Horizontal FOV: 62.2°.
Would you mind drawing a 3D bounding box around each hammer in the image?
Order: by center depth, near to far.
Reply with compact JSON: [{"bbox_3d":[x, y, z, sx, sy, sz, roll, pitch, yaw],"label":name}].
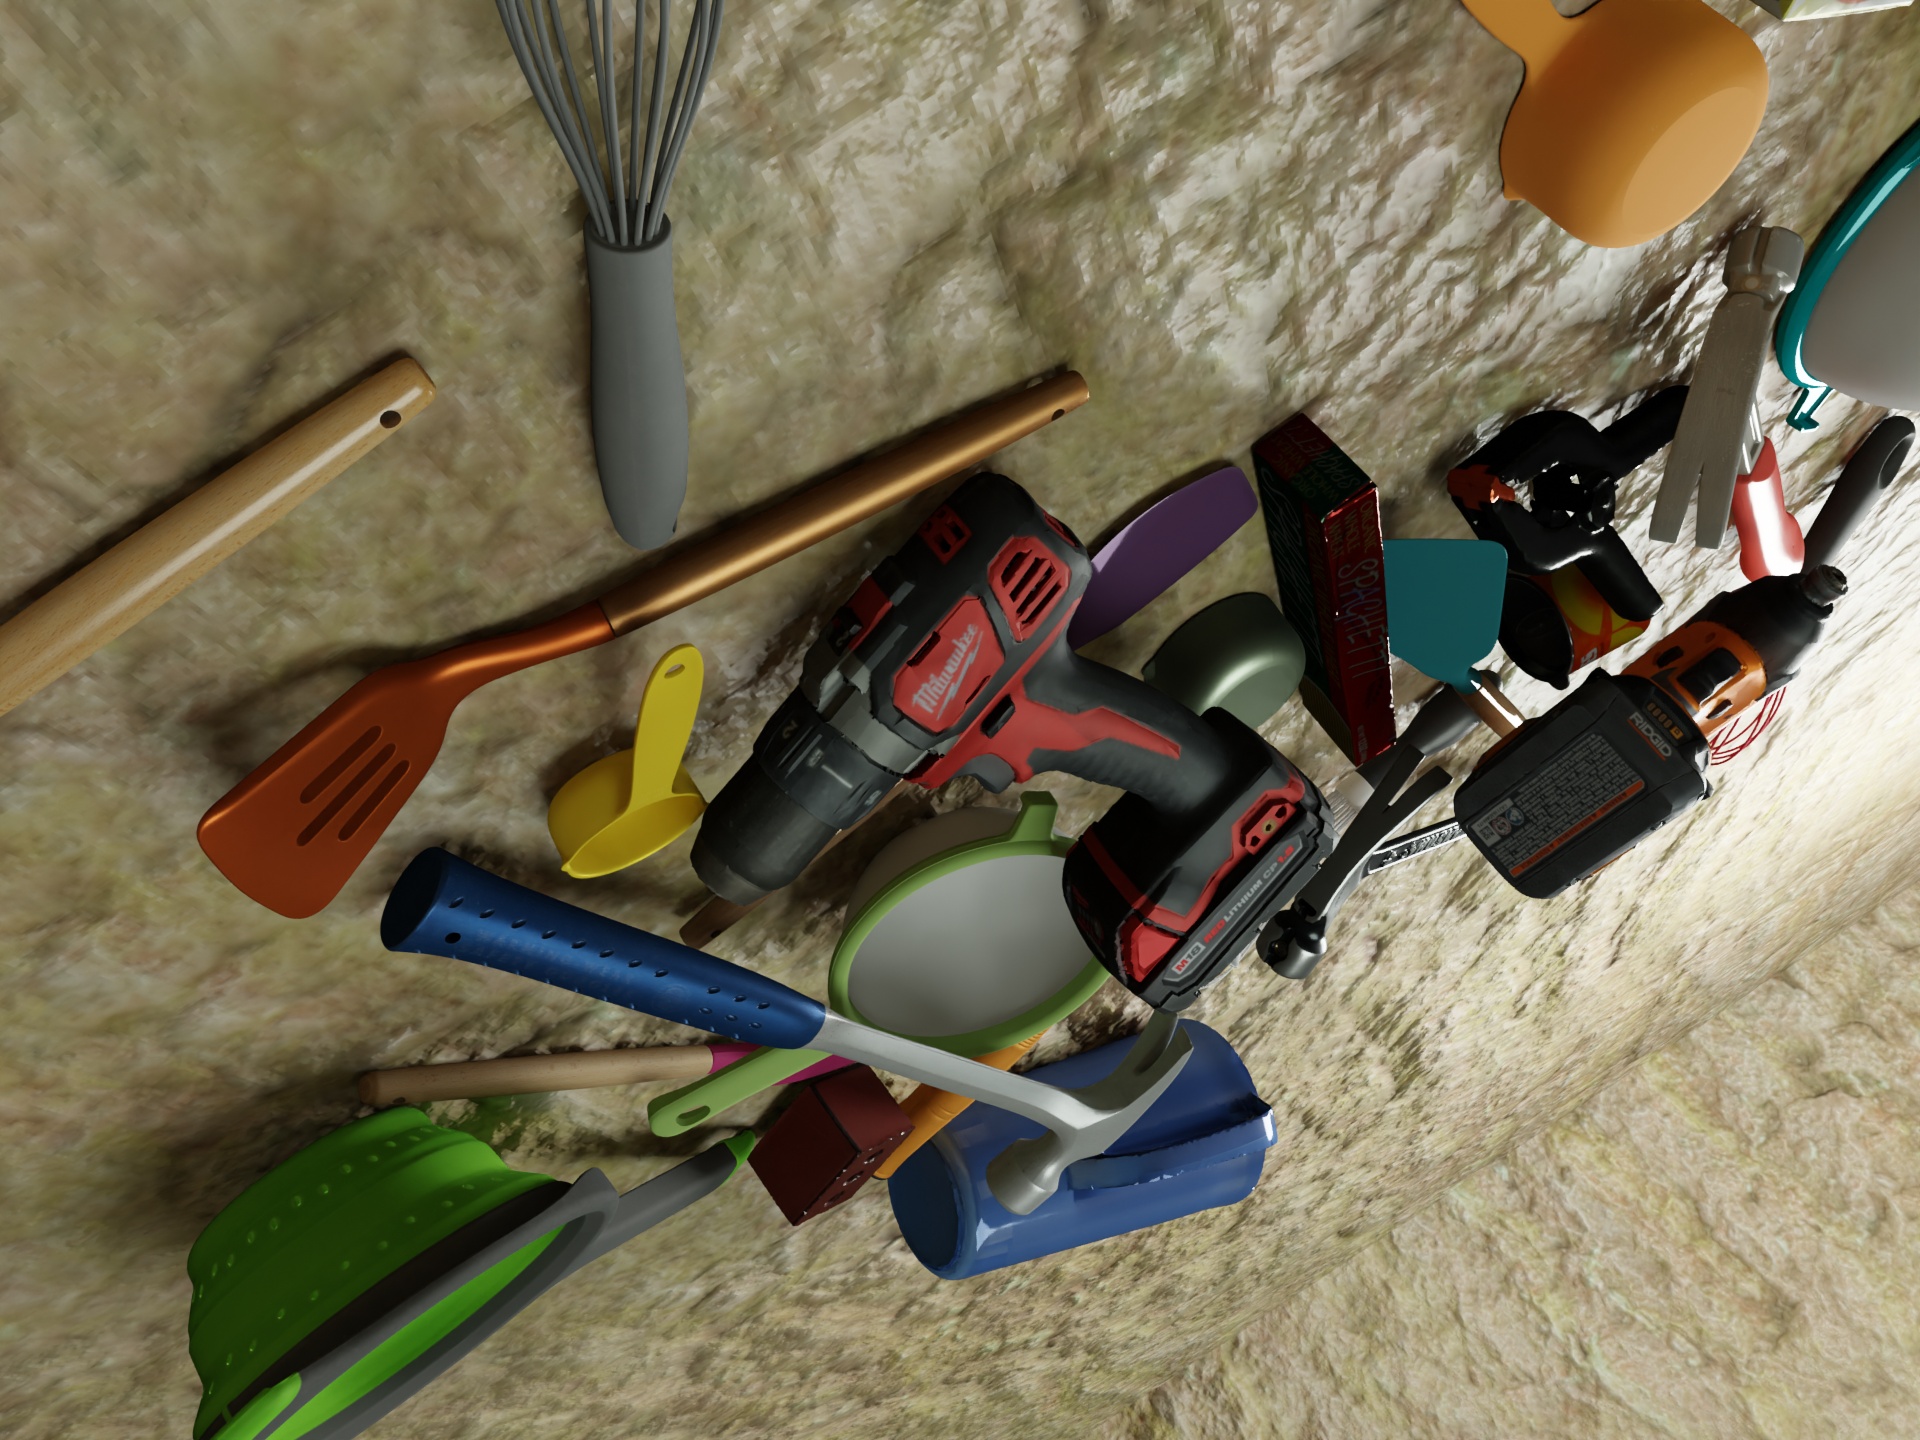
[{"bbox_3d":[-0.056,0.133,0.702,0.405,0.035,0.144,28,115,-39],"label":"hammer"},{"bbox_3d":[0.426,-0.121,0.858,0.358,0.037,0.149,20,86,-59],"label":"hammer"},{"bbox_3d":[0.041,0.175,0.908,0.034,0.127,0.336,34,122,-14],"label":"hammer"},{"bbox_3d":[0.335,0.059,1.022,0.408,0.036,0.149,-10,136,-49],"label":"hammer"}]

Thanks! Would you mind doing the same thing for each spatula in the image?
[{"bbox_3d":[-0.092,-0.038,0.528,0.322,0.041,0.081,-28,156,-12],"label":"spatula"},{"bbox_3d":[-0.001,-0.002,0.686,0.316,0.018,0.059,-40,148,7],"label":"spatula"},{"bbox_3d":[0.284,-0.026,0.862,0.082,0.044,0.317,2,167,31],"label":"spatula"}]

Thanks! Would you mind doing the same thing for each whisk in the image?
[{"bbox_3d":[-0.085,-0.124,0.409,0.055,0.055,0.238,-21,151,-21],"label":"whisk"},{"bbox_3d":[0.213,0.065,0.951,0.284,0.070,0.070,-40,149,1],"label":"whisk"},{"bbox_3d":[0.556,-0.078,1.076,0.073,0.073,0.295,-15,138,-29],"label":"whisk"}]

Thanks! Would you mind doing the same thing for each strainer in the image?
[{"bbox_3d":[0.503,-0.250,0.739,0.211,0.095,0.340,-38,151,7],"label":"strainer"},{"bbox_3d":[-0.043,0.117,0.768,0.256,0.069,0.151,-29,135,6],"label":"strainer"}]

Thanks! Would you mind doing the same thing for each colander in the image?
[{"bbox_3d":[-0.225,0.231,0.755,0.204,0.094,0.397,-45,166,17],"label":"colander"}]

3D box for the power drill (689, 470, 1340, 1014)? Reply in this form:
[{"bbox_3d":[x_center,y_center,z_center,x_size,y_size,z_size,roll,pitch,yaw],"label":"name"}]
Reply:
[{"bbox_3d":[0.023,0.032,0.631,0.226,0.080,0.188,36,99,-34],"label":"power drill"}]

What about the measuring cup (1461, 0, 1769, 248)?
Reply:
[{"bbox_3d":[0.224,-0.221,0.554,0.173,0.052,0.095,5,132,-50],"label":"measuring cup"}]

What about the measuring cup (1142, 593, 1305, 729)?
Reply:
[{"bbox_3d":[0.121,0.009,0.797,0.083,0.038,0.167,-16,143,-28],"label":"measuring cup"}]

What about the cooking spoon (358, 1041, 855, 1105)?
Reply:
[{"bbox_3d":[-0.148,0.170,0.790,0.068,0.017,0.318,-40,151,31],"label":"cooking spoon"}]

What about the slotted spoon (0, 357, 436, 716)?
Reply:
[{"bbox_3d":[-0.270,-0.001,0.425,0.314,0.031,0.070,-36,150,-1],"label":"slotted spoon"}]

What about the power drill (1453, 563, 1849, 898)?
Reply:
[{"bbox_3d":[0.380,-0.006,0.855,0.226,0.084,0.164,-27,163,-41],"label":"power drill"}]

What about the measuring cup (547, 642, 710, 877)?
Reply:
[{"bbox_3d":[-0.113,0.008,0.557,0.062,0.029,0.156,-23,159,-29],"label":"measuring cup"}]
